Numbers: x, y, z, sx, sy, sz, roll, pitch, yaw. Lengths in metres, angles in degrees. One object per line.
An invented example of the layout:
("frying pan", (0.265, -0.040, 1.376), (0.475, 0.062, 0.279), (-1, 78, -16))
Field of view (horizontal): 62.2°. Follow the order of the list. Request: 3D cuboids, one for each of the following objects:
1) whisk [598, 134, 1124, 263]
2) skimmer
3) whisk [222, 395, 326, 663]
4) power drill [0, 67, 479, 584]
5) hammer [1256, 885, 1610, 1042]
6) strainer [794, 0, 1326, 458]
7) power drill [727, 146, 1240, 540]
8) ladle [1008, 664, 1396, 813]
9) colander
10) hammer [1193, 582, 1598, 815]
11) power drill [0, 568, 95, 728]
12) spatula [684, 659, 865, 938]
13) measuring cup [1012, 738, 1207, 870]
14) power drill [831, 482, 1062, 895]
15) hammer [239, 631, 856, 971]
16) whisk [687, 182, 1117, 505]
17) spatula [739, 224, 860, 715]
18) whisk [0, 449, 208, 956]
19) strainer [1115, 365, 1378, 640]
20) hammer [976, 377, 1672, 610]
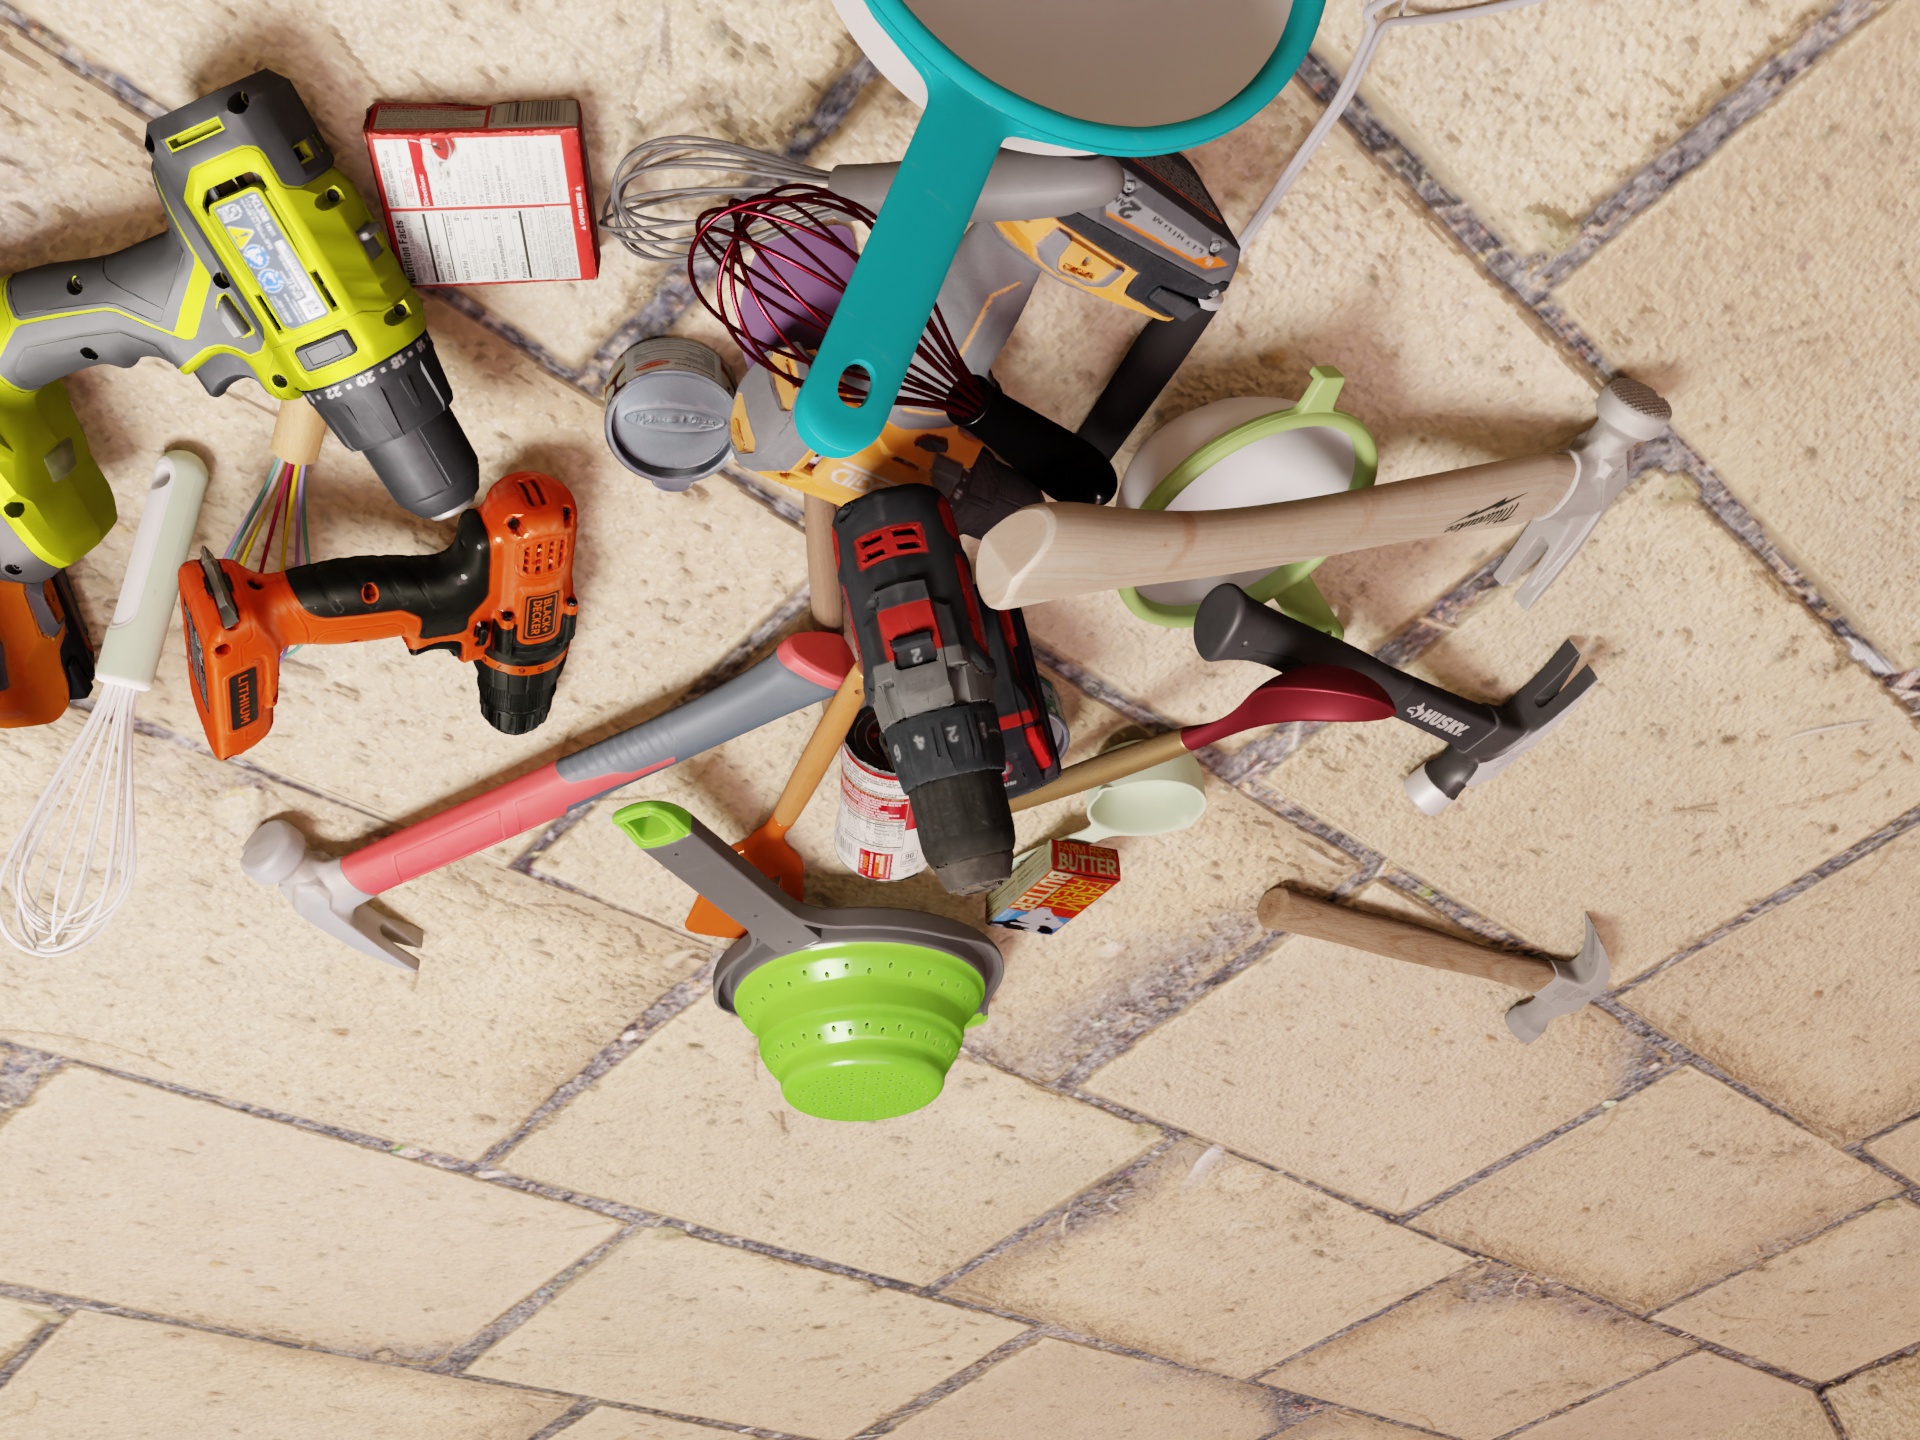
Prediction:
("whisk", (-0.047, -0.218, 0.659), (0.239, 0.055, 0.055), (5, 141, 22))
("skimmer", (0.166, -0.224, 0.728), (0.127, 0.090, 0.363), (-25, 158, -49))
("whisk", (-0.326, -0.111, 0.775), (0.051, 0.047, 0.245), (15, 127, -23))
("power drill", (-0.338, -0.146, 0.686), (0.228, 0.080, 0.190), (-19, 120, 9))
("hammer", (0.367, 0.174, 1.218), (0.331, 0.031, 0.130), (17, 130, -26))
("strainer", (0.003, -0.236, 0.572), (0.211, 0.340, 0.095), (26, 165, -19))
("power drill", (0.025, -0.173, 0.755), (0.185, 0.084, 0.226), (18, 132, -42))
("ladle", (0.115, 0.019, 0.928), (0.069, 0.031, 0.315), (19, 153, -35))
("colander", (-0.102, 0.175, 1.033), (0.204, 0.095, 0.396), (-17, 144, 18))
("hammer", (0.252, -0.024, 0.942), (0.334, 0.035, 0.146), (17, 129, -43))
("power drill", (-0.476, 0.019, 0.740), (0.084, 0.227, 0.164), (-1, 135, -11))
("spatula", (-0.100, 0.056, 0.961), (0.081, 0.041, 0.322), (6, 150, -18))
("measuring cup", (0.088, 0.058, 1.046), (0.083, 0.038, 0.167), (22, 144, -35))
("power drill", (-0.001, -0.003, 0.801), (0.080, 0.188, 0.226), (-15, 170, 6))
("hammer", (-0.227, 0.047, 0.944), (0.386, 0.038, 0.143), (-23, 137, 15))
("whisk", (-0.006, -0.141, 0.665), (0.073, 0.073, 0.295), (-34, 153, 21))
("spatula", (-0.076, -0.113, 0.841), (0.059, 0.018, 0.315), (-12, 136, -12))
("whisk", (-0.398, -0.011, 0.749), (0.058, 0.246, 0.059), (5, 169, 32))
("strainer", (0.160, -0.106, 0.879), (0.151, 0.069, 0.256), (-36, 149, 12))
("hammer", (0.186, -0.093, 0.810), (0.410, 0.038, 0.146), (-11, 142, -29))
